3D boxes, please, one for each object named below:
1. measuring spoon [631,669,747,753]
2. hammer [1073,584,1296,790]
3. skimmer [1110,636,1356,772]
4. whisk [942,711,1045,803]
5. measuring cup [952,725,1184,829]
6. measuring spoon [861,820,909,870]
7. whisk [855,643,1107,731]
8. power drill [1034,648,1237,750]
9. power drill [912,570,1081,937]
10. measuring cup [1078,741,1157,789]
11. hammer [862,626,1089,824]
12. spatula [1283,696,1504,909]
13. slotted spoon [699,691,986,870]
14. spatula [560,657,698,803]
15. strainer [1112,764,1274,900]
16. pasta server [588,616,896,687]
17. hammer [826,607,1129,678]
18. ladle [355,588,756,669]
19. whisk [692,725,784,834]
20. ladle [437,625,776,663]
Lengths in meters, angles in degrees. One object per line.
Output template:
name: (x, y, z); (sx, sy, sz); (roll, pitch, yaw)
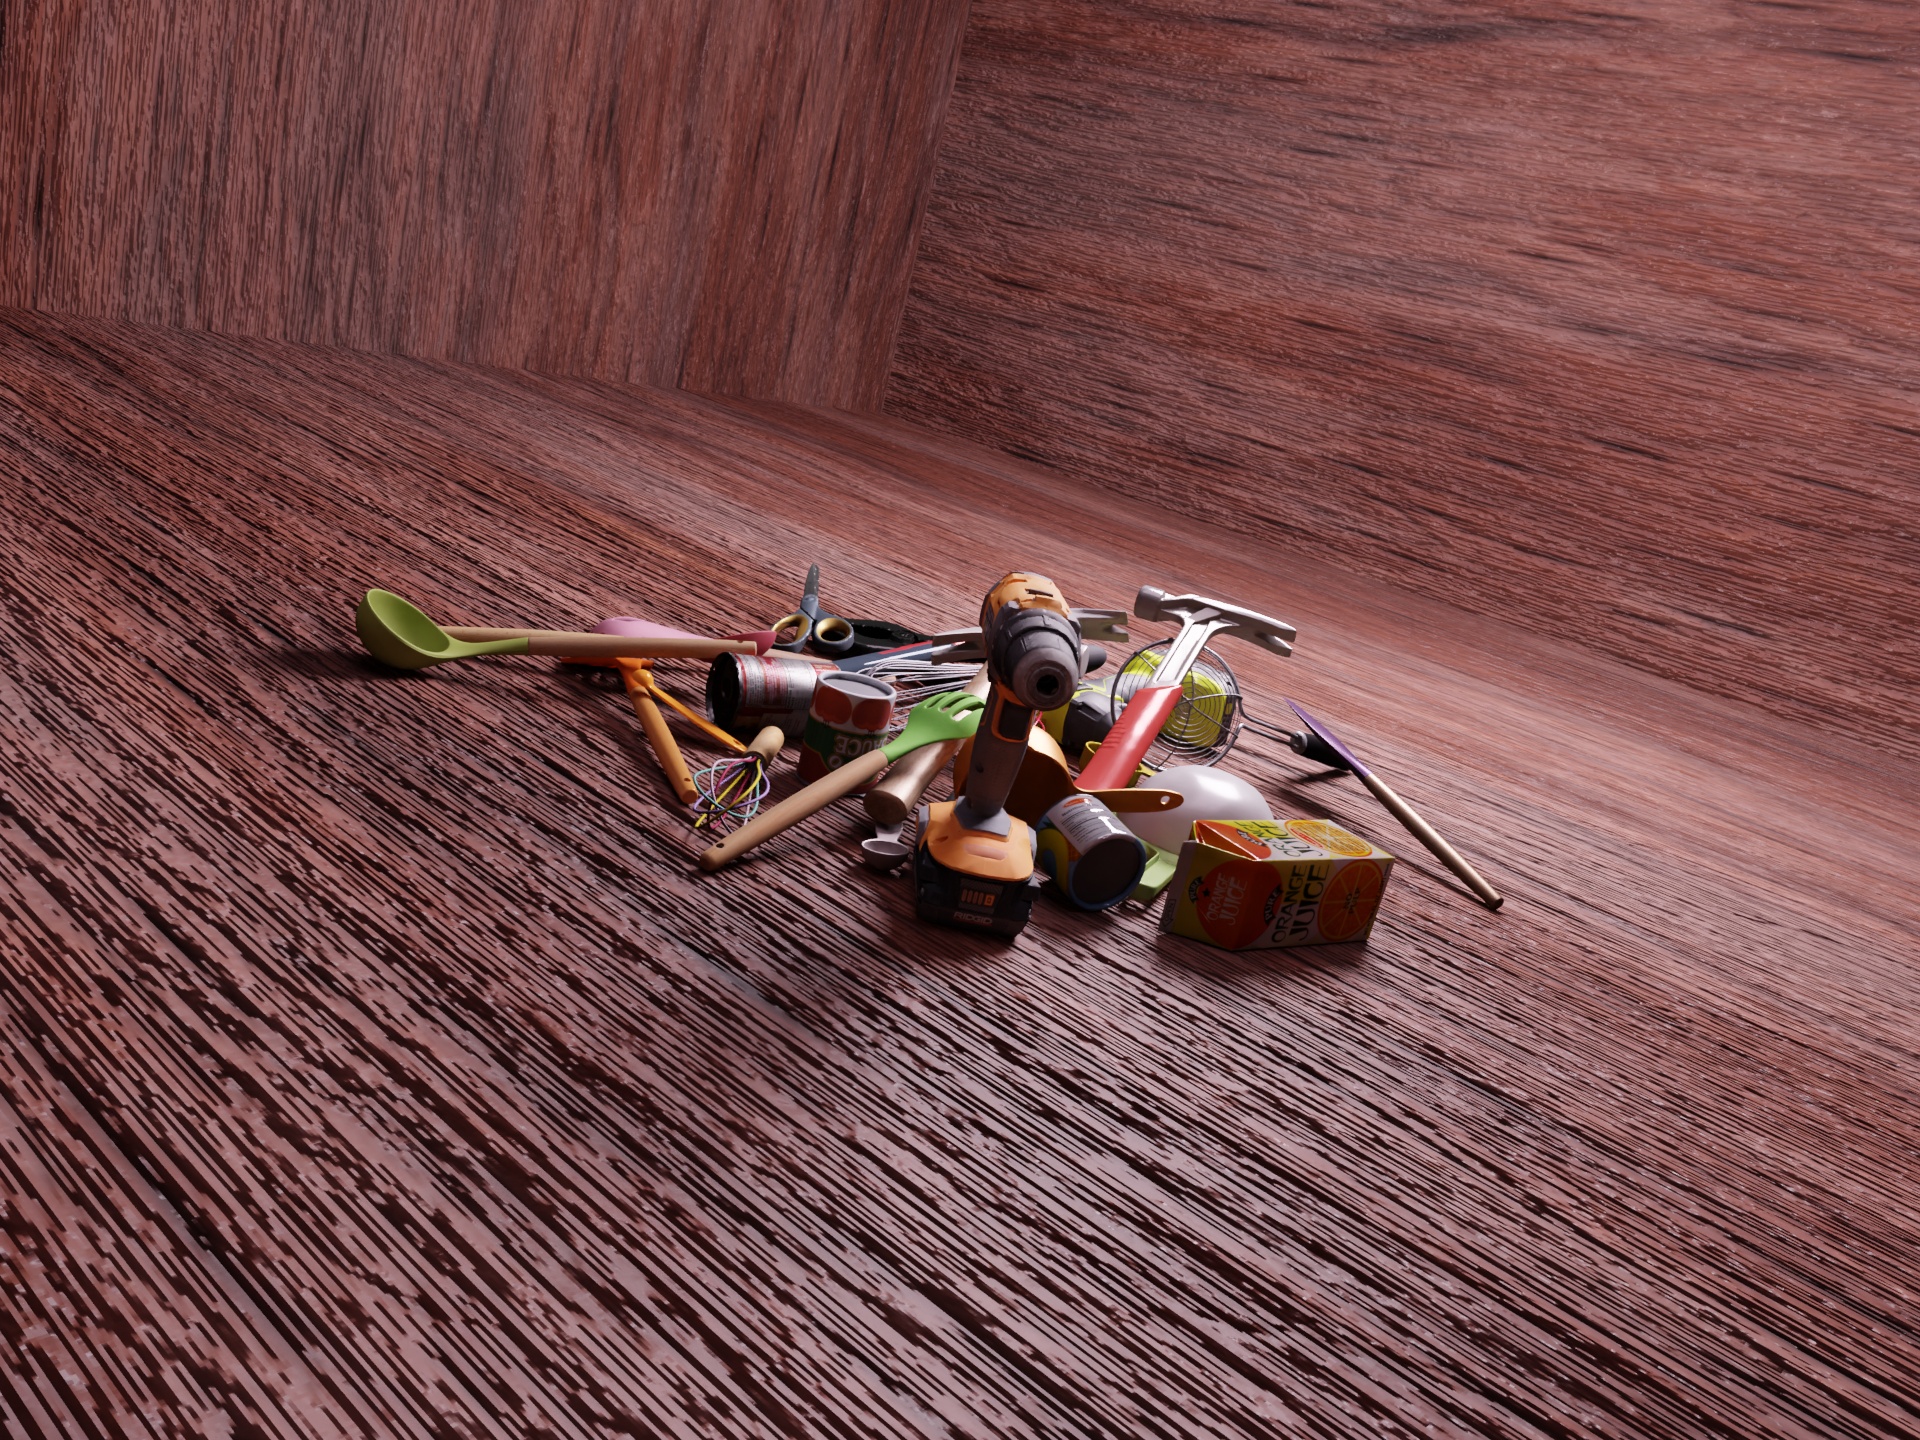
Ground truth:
measuring spoon: (-0.215, -0.008, 1.284); (0.117, 0.011, 0.021); (35, 10, 1)
hammer: (0.164, -0.001, 1.339); (0.149, 0.036, 0.359); (19, 41, 17)
skimmer: (0.280, 0.010, 1.568); (0.090, 0.127, 0.363); (2, -9, 38)
whisk: (0.018, 0.040, 1.313); (0.073, 0.073, 0.296); (16, 23, 7)
measuring cup: (0.079, 0.045, 1.191); (0.173, 0.095, 0.052); (2, 32, -10)
measuring spoon: (-0.054, 0.089, 1.162); (0.034, 0.018, 0.124); (9, 9, -2)
whisk: (0.019, -0.038, 1.475); (0.284, 0.070, 0.070); (-11, 27, -30)
power drill: (0.166, -0.014, 1.590); (0.223, 0.080, 0.171); (-6, 24, -41)
power drill: (0.029, 0.026, 1.047); (0.084, 0.226, 0.185); (12, 16, -7)
measuring cup: (0.178, 0.066, 1.428); (0.156, 0.029, 0.062); (27, 14, 1)
hammer: (-0.002, -0.004, 1.305); (0.130, 0.031, 0.331); (14, 29, 16)
spatula: (0.392, 0.069, 1.470); (0.059, 0.018, 0.316); (30, 16, -42)
slotted spoon: (-0.073, 0.038, 1.154); (0.070, 0.031, 0.314); (21, 33, 31)
spatula: (-0.257, -0.003, 1.285); (0.081, 0.041, 0.323); (5, 22, -26)
strainer: (0.181, 0.083, 1.269); (0.151, 0.069, 0.256); (19, 15, 18)
pasta server: (-0.201, -0.055, 1.496); (0.316, 0.040, 0.060); (10, 2, -31)
hammer: (-0.012, -0.065, 1.529); (0.386, 0.038, 0.143); (-14, 15, -39)
ladle: (-0.328, -0.072, 1.309); (0.320, 0.062, 0.078); (0, 24, -12)
whisk: (-0.163, 0.039, 1.192); (0.051, 0.047, 0.245); (25, 11, -3)
ladle: (-0.318, -0.068, 1.375); (0.315, 0.031, 0.069); (2, -9, -10)
